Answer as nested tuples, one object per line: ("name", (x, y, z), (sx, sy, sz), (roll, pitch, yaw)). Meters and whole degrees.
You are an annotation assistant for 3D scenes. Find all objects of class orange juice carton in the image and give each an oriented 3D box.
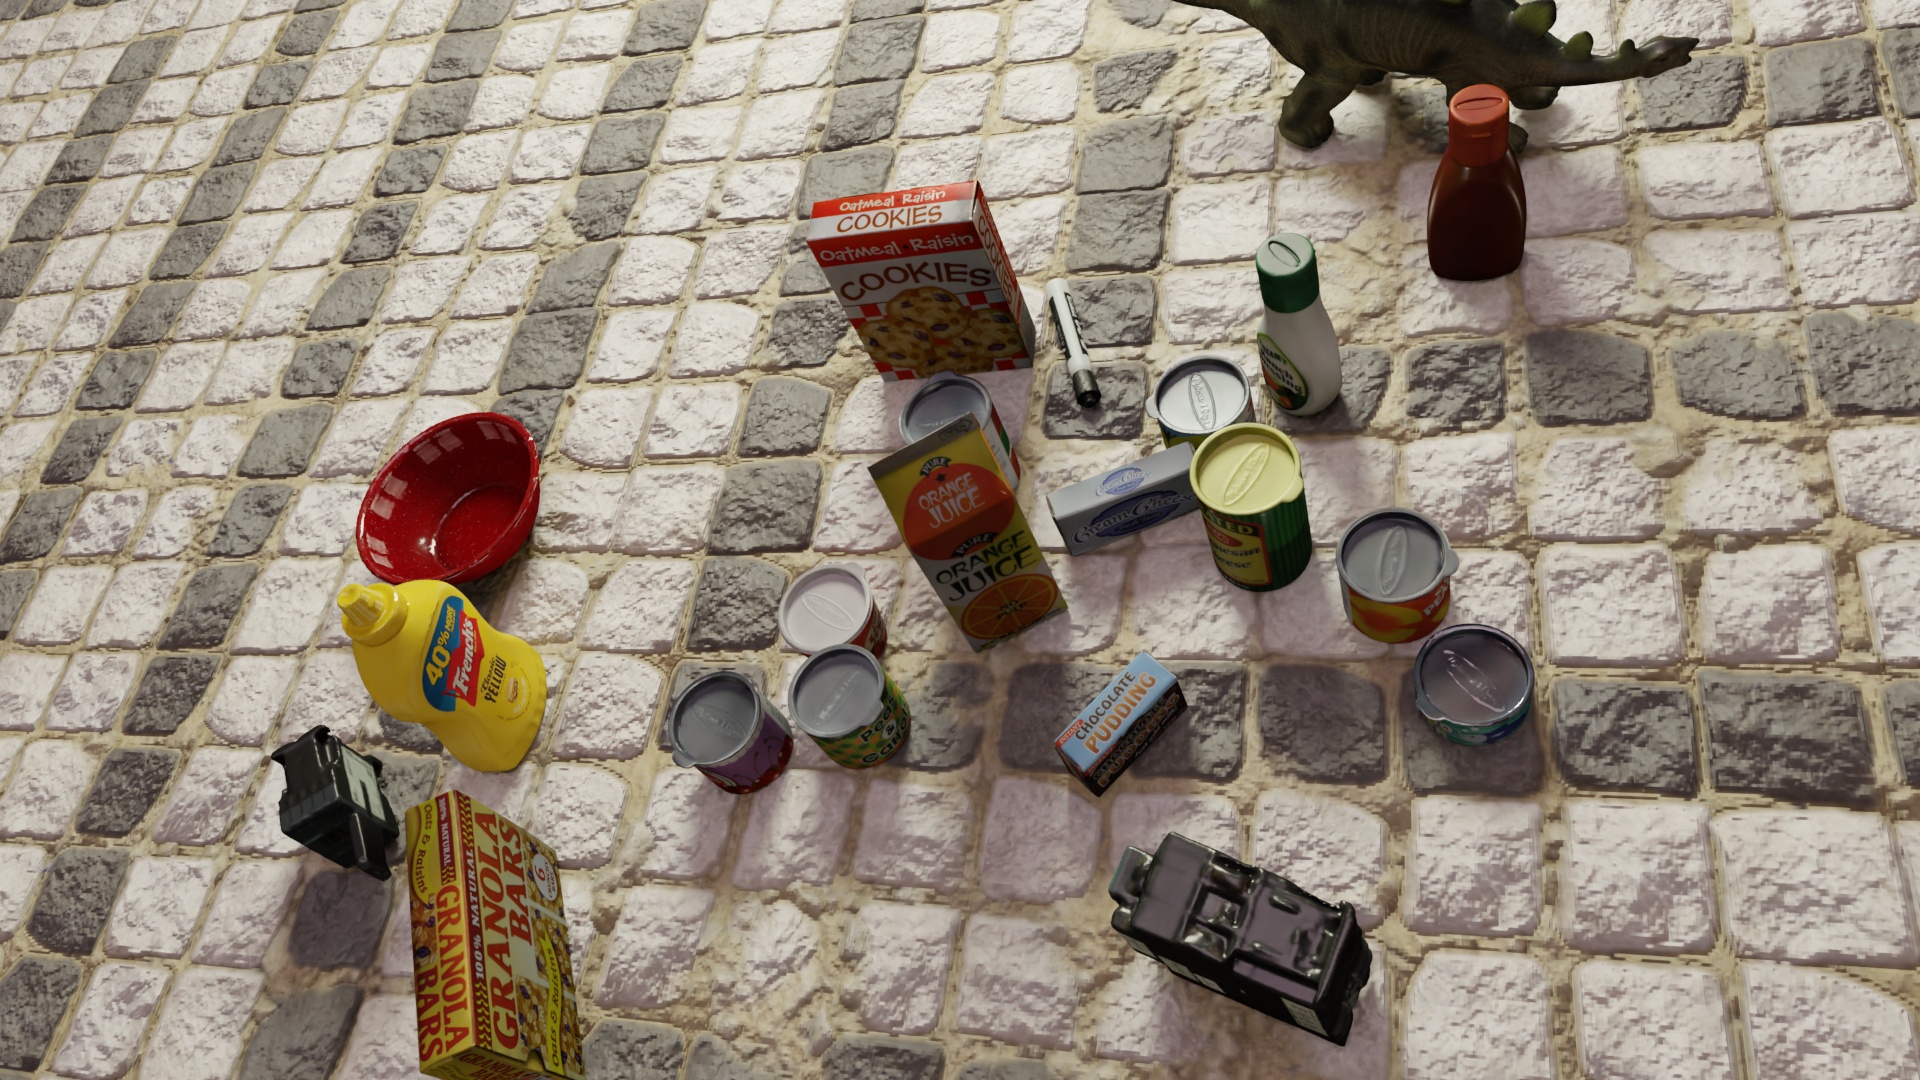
("orange juice carton", (0.003, -0.011, 0.881), (0.072, 0.192, 0.073), (-27, 55, 2))

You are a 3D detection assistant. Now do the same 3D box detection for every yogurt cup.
("yogurt cup", (-0.084, 0.058, 0.954), (0.072, 0.053, 0.073), (-9, 57, 14))

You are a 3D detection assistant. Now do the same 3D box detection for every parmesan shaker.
("parmesan shaker", (0.188, -0.017, 0.877), (0.071, 0.102, 0.071), (-9, 58, 14))

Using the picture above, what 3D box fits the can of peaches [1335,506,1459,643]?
("can of peaches", (0.268, 0.023, 0.852), (0.071, 0.058, 0.071), (-9, 57, 14))

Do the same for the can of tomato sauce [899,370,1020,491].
("can of tomato sauce", (0.000, -0.068, 0.984), (0.071, 0.082, 0.071), (-9, 57, 14))

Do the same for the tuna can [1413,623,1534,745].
("tuna can", (0.299, 0.087, 0.817), (0.071, 0.032, 0.071), (-9, 57, 14))

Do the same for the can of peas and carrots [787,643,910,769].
("can of peas and carrots", (-0.070, 0.111, 0.913), (0.071, 0.058, 0.071), (-9, 57, 14))

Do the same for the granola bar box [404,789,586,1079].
("granola bar box", (-0.287, 0.252, 0.860), (0.039, 0.123, 0.166), (-23, 55, 5))

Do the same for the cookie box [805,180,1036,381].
("cookie box", (-0.024, -0.185, 1.014), (0.123, 0.166, 0.040), (-3, 59, 17))

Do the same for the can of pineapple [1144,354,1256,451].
("can of pineapple", (0.167, -0.084, 0.953), (0.071, 0.057, 0.071), (-9, 57, 14))

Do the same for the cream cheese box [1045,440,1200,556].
("cream cheese box", (0.114, -0.027, 0.938), (0.104, 0.053, 0.024), (-21, 55, 6))

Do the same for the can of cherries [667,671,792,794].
("can of cherries", (-0.155, 0.131, 0.929), (0.071, 0.058, 0.072), (-9, 57, 14))

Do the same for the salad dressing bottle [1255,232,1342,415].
("salad dressing bottle", (0.220, -0.141, 0.915), (0.044, 0.147, 0.064), (-35, 55, -3))

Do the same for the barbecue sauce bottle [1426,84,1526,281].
("barbecue sauce bottle", (0.346, -0.237, 0.930), (0.065, 0.148, 0.044), (-1, 60, 19))

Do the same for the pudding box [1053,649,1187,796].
("pudding box", (0.099, 0.113, 0.859), (0.084, 0.049, 0.030), (-44, 56, -10))
